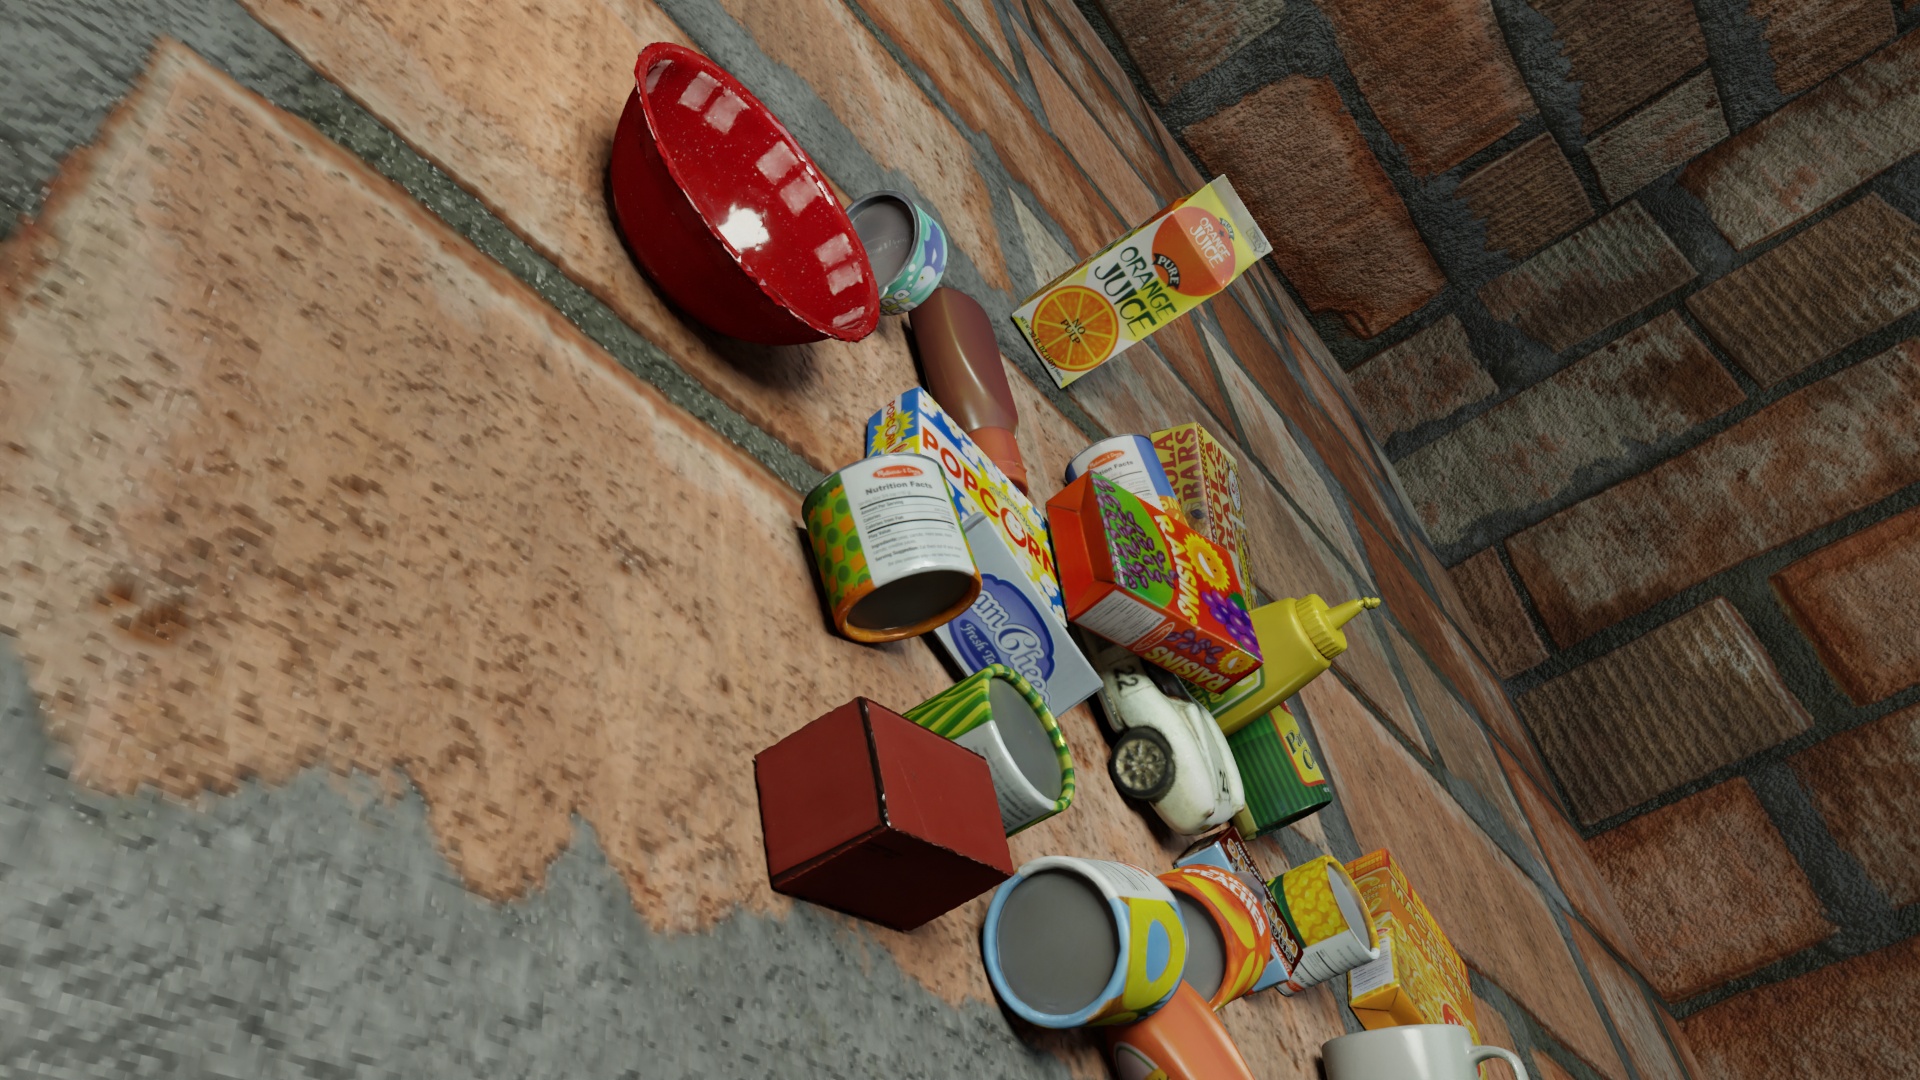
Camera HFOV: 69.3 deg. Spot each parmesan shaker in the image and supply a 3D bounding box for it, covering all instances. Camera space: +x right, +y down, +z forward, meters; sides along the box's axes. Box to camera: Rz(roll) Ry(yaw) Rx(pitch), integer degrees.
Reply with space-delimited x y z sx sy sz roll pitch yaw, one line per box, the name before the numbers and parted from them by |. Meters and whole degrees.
parmesan shaker | 0.192 0.136 0.911 0.071 0.071 0.103 17 46 -60

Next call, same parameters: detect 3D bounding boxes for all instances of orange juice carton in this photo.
orange juice carton | 0.141 -0.204 1.085 0.071 0.192 0.073 55 22 -11

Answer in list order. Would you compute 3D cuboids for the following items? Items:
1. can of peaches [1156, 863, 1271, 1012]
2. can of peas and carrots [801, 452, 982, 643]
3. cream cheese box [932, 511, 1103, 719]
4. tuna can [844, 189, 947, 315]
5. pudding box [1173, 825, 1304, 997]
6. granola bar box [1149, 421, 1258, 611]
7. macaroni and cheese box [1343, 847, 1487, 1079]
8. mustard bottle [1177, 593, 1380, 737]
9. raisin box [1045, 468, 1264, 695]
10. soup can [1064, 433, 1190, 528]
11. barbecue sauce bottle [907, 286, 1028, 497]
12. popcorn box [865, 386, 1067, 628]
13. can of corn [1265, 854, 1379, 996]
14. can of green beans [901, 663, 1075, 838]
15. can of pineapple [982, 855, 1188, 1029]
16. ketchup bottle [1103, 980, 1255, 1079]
can of peaches | 0.106 0.185 0.646 0.058 0.071 0.071 12 50 -61
can of peas and carrots | -0.030 0.005 0.602 0.071 0.071 0.059 26 38 -54
cream cheese box | 0.018 0.043 0.666 0.103 0.053 0.024 55 -5 -9
tuna can | -0.043 -0.163 0.800 0.033 0.071 0.071 27 37 -55
pudding box | 0.157 0.208 0.784 0.084 0.030 0.050 62 22 11
granola bar box | 0.183 0.009 1.026 0.124 0.039 0.166 24 58 -63
macaroni and cheese box | 0.320 0.315 0.984 0.123 0.040 0.167 55 22 -9
mustard bottle | 0.180 0.071 0.841 0.049 0.160 0.065 12 49 -61
raisin box | 0.108 0.025 0.771 0.123 0.040 0.086 27 37 -34
soup can | 0.118 -0.020 0.959 0.071 0.071 0.084 27 38 -54
barbecue sauce bottle | 0.008 -0.083 0.833 0.065 0.043 0.149 35 31 -46
popcorn box | 0.003 -0.009 0.727 0.126 0.038 0.085 45 25 -32
can of corn | 0.208 0.227 0.830 0.071 0.058 0.071 47 24 -28
can of green beans | 0.006 0.092 0.569 0.071 0.057 0.071 47 24 -28
can of pineapple | 0.050 0.164 0.561 0.058 0.071 0.071 25 39 -54
ketchup bottle | 0.092 0.223 0.582 0.044 0.064 0.149 -9 56 -29
